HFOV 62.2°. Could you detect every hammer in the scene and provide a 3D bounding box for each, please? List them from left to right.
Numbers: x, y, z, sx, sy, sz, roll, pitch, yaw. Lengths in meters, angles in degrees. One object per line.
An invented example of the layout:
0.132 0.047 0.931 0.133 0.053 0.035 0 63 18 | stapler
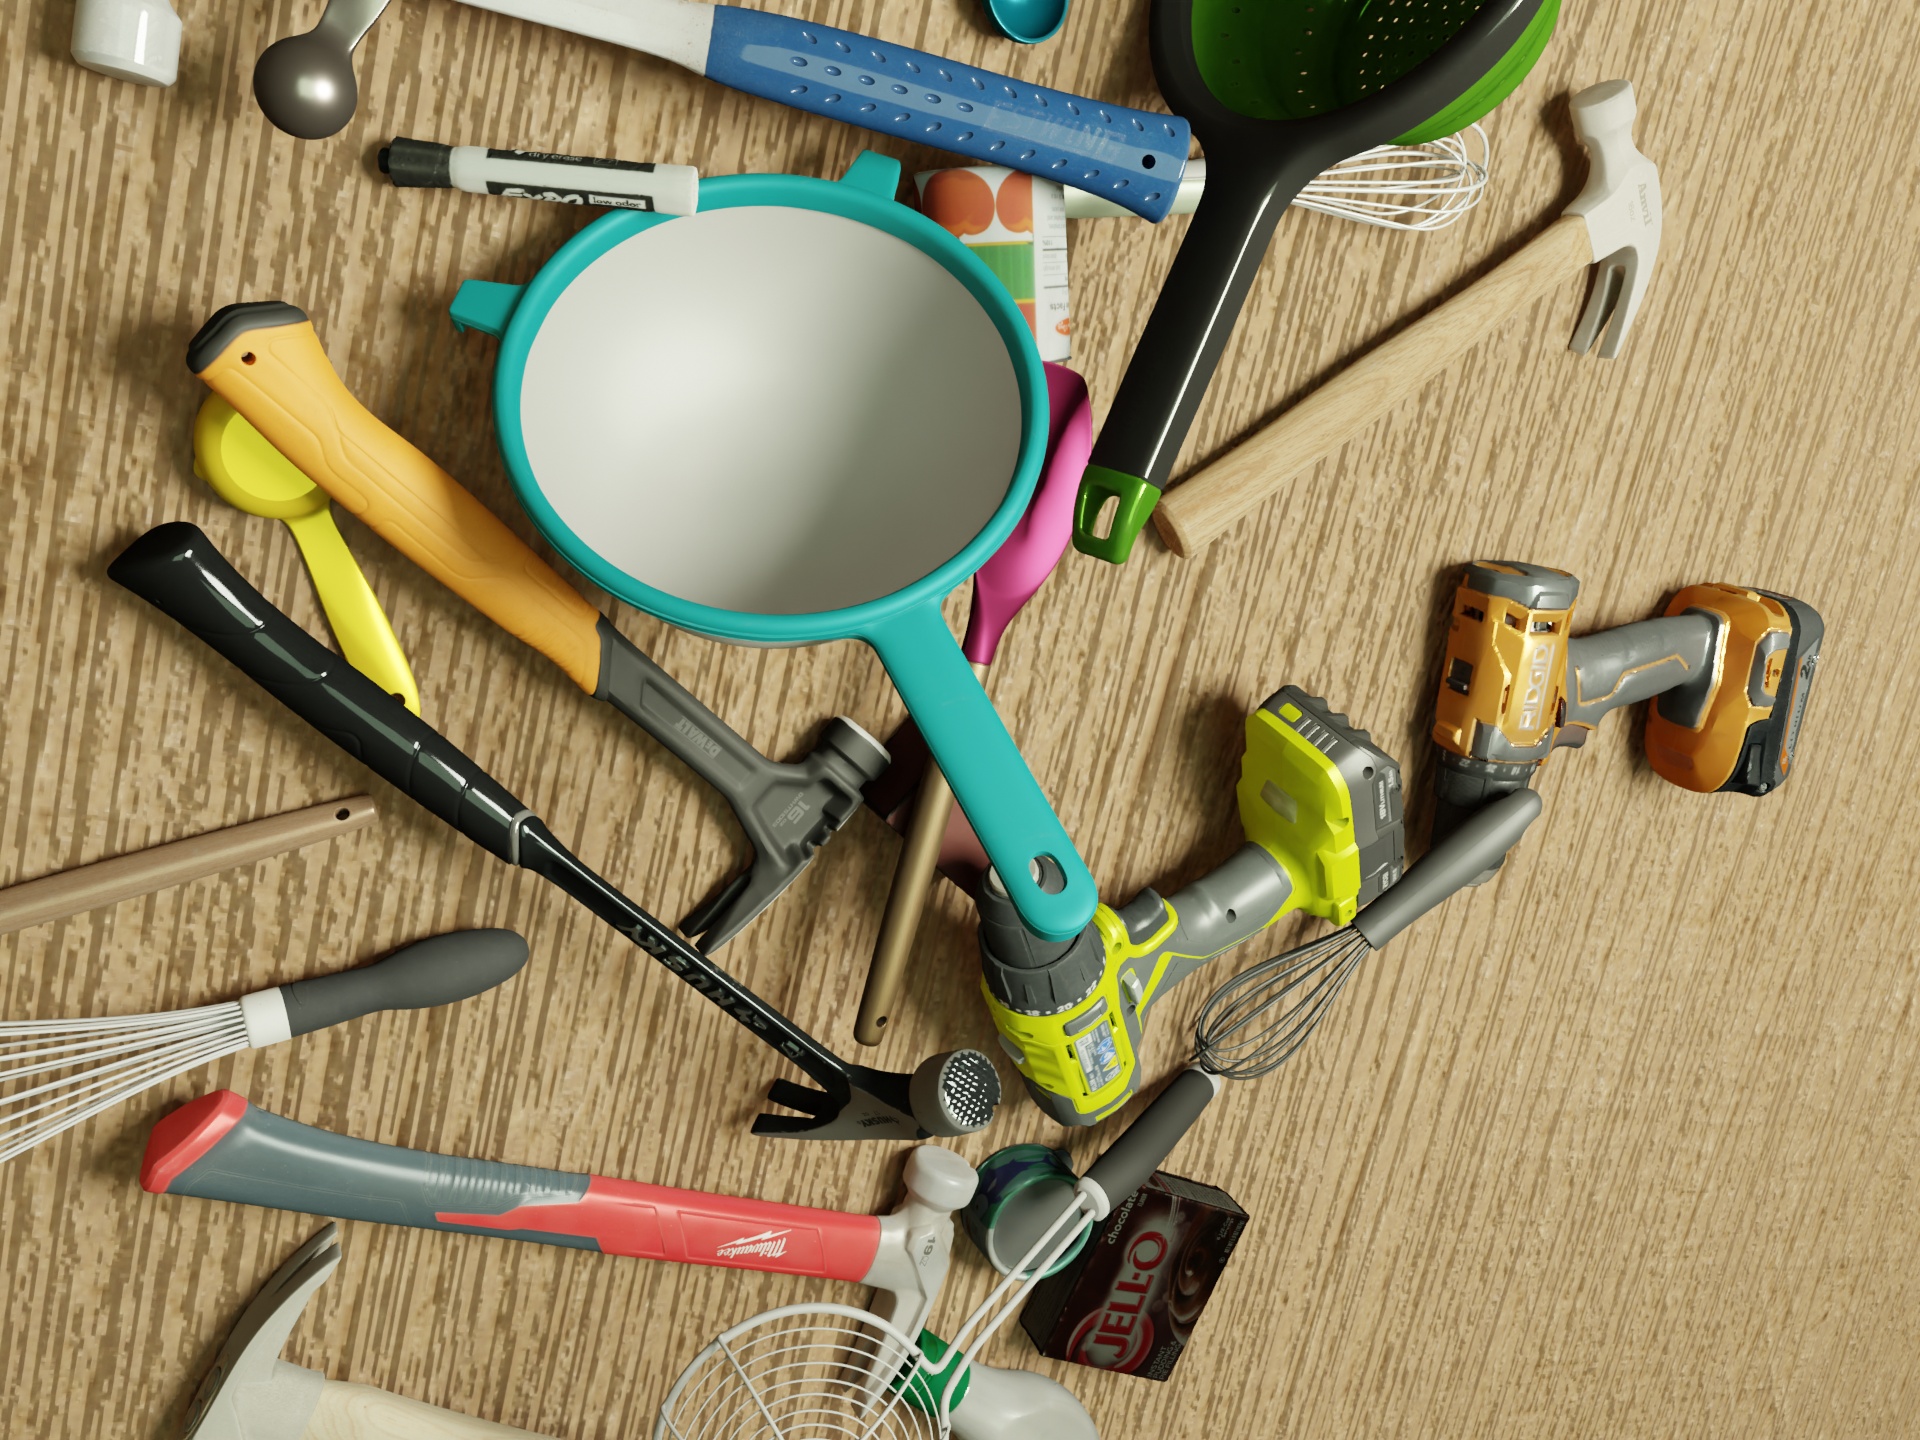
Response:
-0.173 -0.035 0.655 0.127 0.034 0.336 -49 124 -6 | hammer
-0.170 0.061 0.668 0.408 0.149 0.036 42 51 -20 | hammer
-0.177 0.244 0.742 0.386 0.038 0.143 19 97 -30 | hammer
-0.168 0.373 0.790 0.410 0.038 0.146 30 89 -29 | hammer
-0.104 -0.266 0.600 0.405 0.035 0.144 10 99 -15 | hammer
0.236 -0.187 0.821 0.331 0.031 0.130 -36 122 -10 | hammer

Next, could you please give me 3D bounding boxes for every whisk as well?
-0.315 0.130 0.642 0.284 0.070 0.070 -13 109 -27 | whisk
0.146 -0.257 0.757 0.246 0.058 0.059 -9 138 -19 | whisk
0.220 0.115 0.867 0.239 0.055 0.055 -40 118 4 | whisk

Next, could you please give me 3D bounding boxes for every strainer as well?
-0.045 -0.056 0.625 0.211 0.095 0.341 -24 73 -17 | strainer

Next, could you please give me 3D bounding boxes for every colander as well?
0.157 -0.243 0.688 0.094 0.205 0.397 20 94 -45 | colander

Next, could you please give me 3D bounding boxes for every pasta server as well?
-0.384 0.078 0.605 0.316 0.040 0.060 -17 85 -22 | pasta server

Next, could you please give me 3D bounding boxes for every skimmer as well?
0.009 0.267 0.780 0.363 0.090 0.127 -31 105 -47 | skimmer

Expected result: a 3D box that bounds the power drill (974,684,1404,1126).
0.109 0.084 0.789 0.228 0.080 0.190 -34 139 -14 | power drill

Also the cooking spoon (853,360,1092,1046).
-0.001 -0.002 0.711 0.068 0.017 0.319 7 102 -44 | cooking spoon

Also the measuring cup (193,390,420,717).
-0.250 -0.062 0.632 0.062 0.029 0.156 -25 112 -17 | measuring cup

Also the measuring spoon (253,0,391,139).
-0.204 -0.258 0.549 0.034 0.018 0.124 31 93 -17 | measuring spoon

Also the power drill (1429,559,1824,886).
0.371 0.004 0.917 0.226 0.084 0.185 0 107 -21 | power drill

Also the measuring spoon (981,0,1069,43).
0.054 -0.344 0.708 0.128 0.021 0.042 -44 117 -19 | measuring spoon
